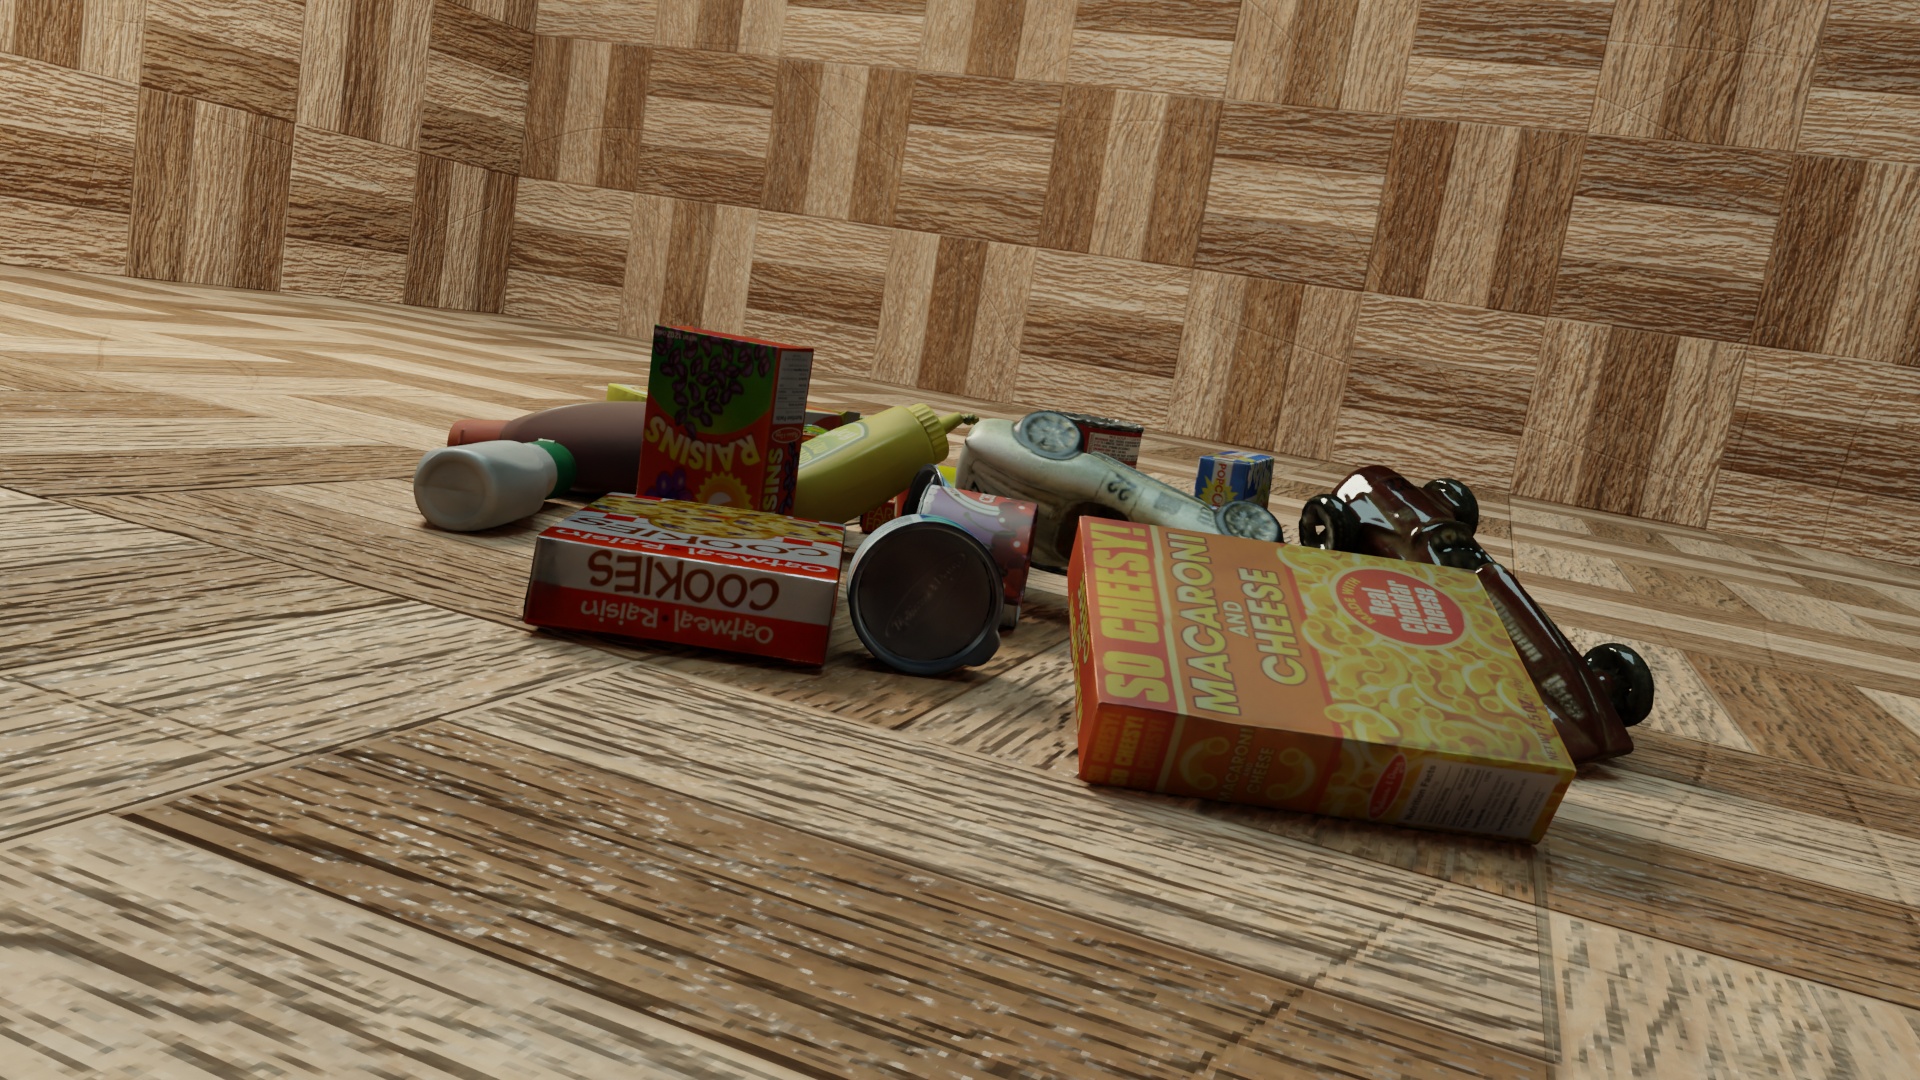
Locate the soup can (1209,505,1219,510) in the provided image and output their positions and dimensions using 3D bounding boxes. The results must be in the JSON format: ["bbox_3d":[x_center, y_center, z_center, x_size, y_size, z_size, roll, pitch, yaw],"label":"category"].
[{"bbox_3d":[0.129,0.005,0.849,0.084,0.071,0.071,16,10,40],"label":"soup can"}]

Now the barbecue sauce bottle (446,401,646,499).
[{"bbox_3d":[-0.257,-0.059,0.905,0.148,0.065,0.043,2,-17,7],"label":"barbecue sauce bottle"}]

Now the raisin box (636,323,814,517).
[{"bbox_3d":[-0.134,-0.054,0.779,0.086,0.123,0.040,12,10,23],"label":"raisin box"}]

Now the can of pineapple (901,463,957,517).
[{"bbox_3d":[0.003,-0.010,0.826,0.058,0.071,0.071,7,9,-22],"label":"can of pineapple"}]

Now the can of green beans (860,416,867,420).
[{"bbox_3d":[-0.098,-0.076,1.175,0.071,0.057,0.071,9,8,-1],"label":"can of green beans"}]

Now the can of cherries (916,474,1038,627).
[{"bbox_3d":[0.007,0.005,0.715,0.058,0.071,0.071,10,8,6],"label":"can of cherries"}]

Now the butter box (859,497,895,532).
[{"bbox_3d":[-0.019,-0.014,0.969,0.103,0.024,0.053,8,8,-7],"label":"butter box"}]

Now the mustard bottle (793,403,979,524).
[{"bbox_3d":[-0.059,-0.048,0.850,0.161,0.048,0.065,-27,25,-20],"label":"mustard bottle"}]

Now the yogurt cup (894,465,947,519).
[{"bbox_3d":[-0.013,-0.019,0.908,0.072,0.054,0.072,9,9,-1],"label":"yogurt cup"}]

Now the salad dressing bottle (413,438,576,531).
[{"bbox_3d":[-0.260,-0.035,0.797,0.064,0.044,0.148,8,8,2],"label":"salad dressing bottle"}]

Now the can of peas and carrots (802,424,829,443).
[{"bbox_3d":[-0.104,-0.043,0.916,0.071,0.071,0.059,8,9,-6],"label":"can of peas and carrots"}]

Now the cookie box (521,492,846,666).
[{"bbox_3d":[-0.117,0.014,0.637,0.123,0.040,0.167,8,8,-5],"label":"cookie box"}]

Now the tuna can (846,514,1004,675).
[{"bbox_3d":[-0.014,0.024,0.599,0.071,0.071,0.033,8,7,-8],"label":"tuna can"}]

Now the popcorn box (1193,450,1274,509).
[{"bbox_3d":[0.205,-0.023,1.054,0.038,0.085,0.127,11,9,20],"label":"popcorn box"}]

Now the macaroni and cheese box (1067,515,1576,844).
[{"bbox_3d":[0.126,0.049,0.526,0.166,0.040,0.124,8,32,-3],"label":"macaroni and cheese box"}]

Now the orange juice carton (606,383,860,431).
[{"bbox_3d":[-0.157,-0.067,1.010,0.193,0.071,0.073,2,11,-39],"label":"orange juice carton"}]
